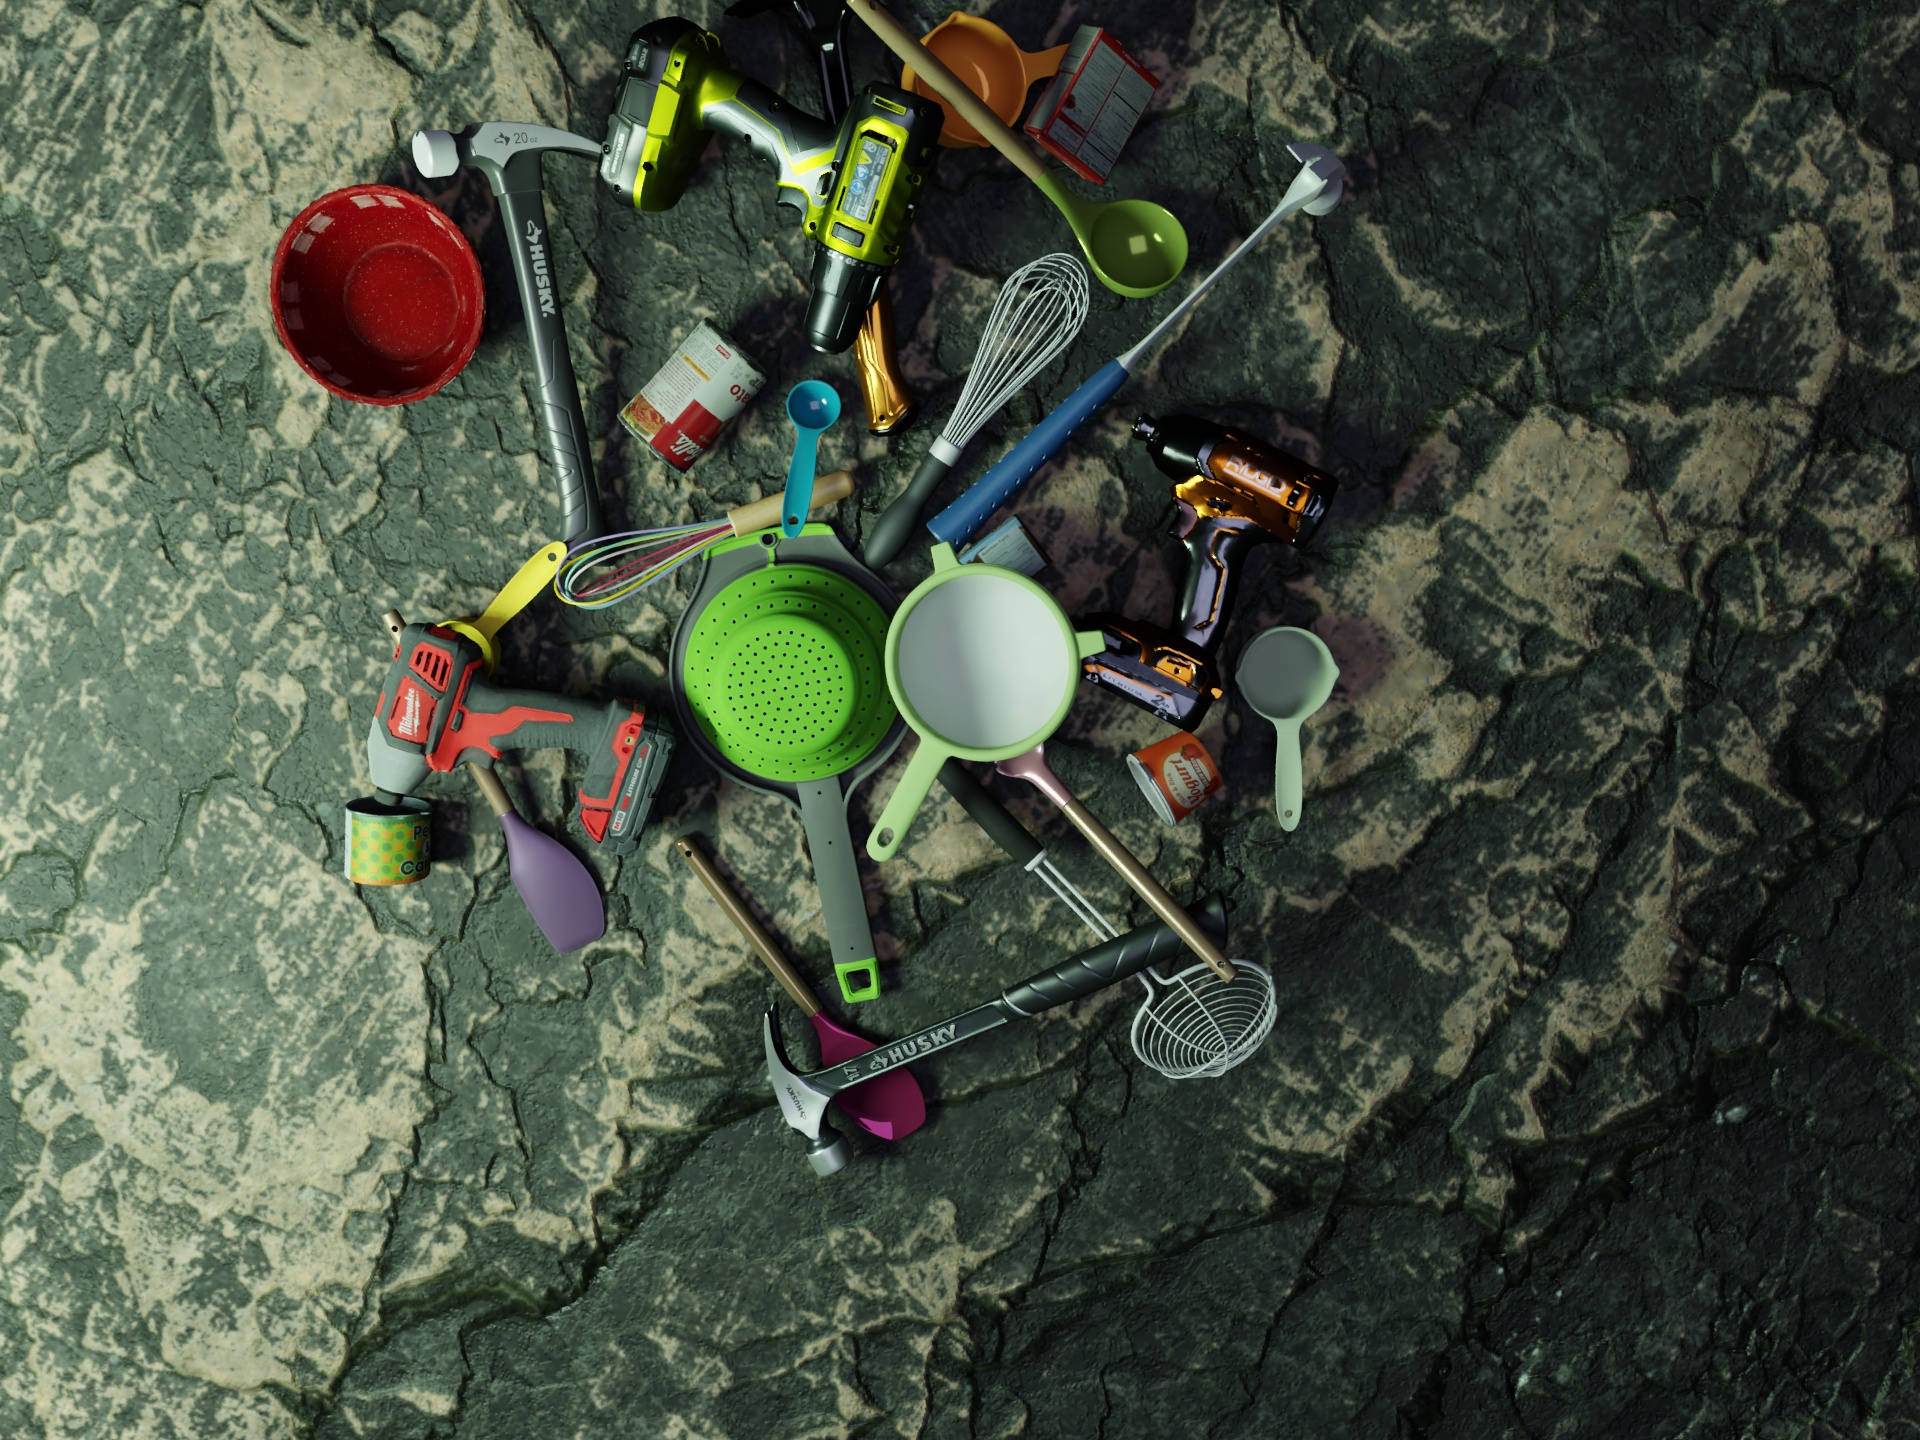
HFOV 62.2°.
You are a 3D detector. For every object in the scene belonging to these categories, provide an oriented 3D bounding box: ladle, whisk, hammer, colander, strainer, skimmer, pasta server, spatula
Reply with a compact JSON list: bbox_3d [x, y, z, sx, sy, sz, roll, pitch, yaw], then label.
[{"bbox_3d":[0.047,-0.411,1.134,0.319,0.062,0.078,32,71,-35],"label":"ladle"},{"bbox_3d":[0.006,-0.237,1.233,0.070,0.070,0.284,34,103,-6],"label":"whisk"},{"bbox_3d":[-0.306,-0.279,1.208,0.146,0.035,0.334,-20,112,-34],"label":"hammer"},{"bbox_3d":[-0.117,0.046,1.257,0.204,0.094,0.397,-11,100,1],"label":"colander"},{"bbox_3d":[-0.087,-0.383,1.203,0.127,0.034,0.336,-3,106,22],"label":"hammer"},{"bbox_3d":[-0.002,-0.004,1.239,0.151,0.069,0.256,31,107,6],"label":"strainer"},{"bbox_3d":[0.110,0.152,1.312,0.363,0.090,0.127,45,105,3],"label":"skimmer"},{"bbox_3d":[-0.196,-0.141,1.234,0.245,0.047,0.051,-22,117,-9],"label":"whisk"},{"bbox_3d":[0.027,0.229,1.274,0.409,0.036,0.149,-26,97,14],"label":"hammer"},{"bbox_3d":[0.101,0.083,1.235,0.060,0.040,0.316,-44,70,4],"label":"pasta server"},{"bbox_3d":[-0.376,0.050,1.281,0.060,0.018,0.315,-26,107,3],"label":"spatula"},{"bbox_3d":[0.129,-0.276,1.199,0.405,0.144,0.035,-43,86,13],"label":"hammer"}]

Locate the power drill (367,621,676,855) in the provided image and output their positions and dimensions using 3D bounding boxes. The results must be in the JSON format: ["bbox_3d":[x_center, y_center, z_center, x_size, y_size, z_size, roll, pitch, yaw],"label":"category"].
[{"bbox_3d":[-0.344,0.023,1.236,0.219,0.079,0.143,20,96,-15],"label":"power drill"}]

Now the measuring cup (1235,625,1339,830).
[{"bbox_3d":[0.261,0.005,1.284,0.083,0.038,0.167,-3,102,0],"label":"measuring cup"}]

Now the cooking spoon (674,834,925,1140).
[{"bbox_3d":[-0.136,0.223,1.327,0.069,0.017,0.319,-34,99,13],"label":"cooking spoon"}]

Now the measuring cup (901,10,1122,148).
[{"bbox_3d":[0.037,-0.485,1.195,0.173,0.052,0.095,-20,106,-19],"label":"measuring cup"}]

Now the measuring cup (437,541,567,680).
[{"bbox_3d":[-0.359,-0.088,1.254,0.156,0.029,0.062,-43,99,15],"label":"measuring cup"}]

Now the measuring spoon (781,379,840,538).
[{"bbox_3d":[-0.122,-0.201,1.236,0.042,0.021,0.129,10,81,-5],"label":"measuring spoon"}]

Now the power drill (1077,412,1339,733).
[{"bbox_3d":[0.170,-0.122,1.238,0.164,0.084,0.226,28,95,4],"label":"power drill"}]

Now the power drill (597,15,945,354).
[{"bbox_3d":[-0.141,-0.392,1.160,0.228,0.080,0.190,25,113,8],"label":"power drill"}]
